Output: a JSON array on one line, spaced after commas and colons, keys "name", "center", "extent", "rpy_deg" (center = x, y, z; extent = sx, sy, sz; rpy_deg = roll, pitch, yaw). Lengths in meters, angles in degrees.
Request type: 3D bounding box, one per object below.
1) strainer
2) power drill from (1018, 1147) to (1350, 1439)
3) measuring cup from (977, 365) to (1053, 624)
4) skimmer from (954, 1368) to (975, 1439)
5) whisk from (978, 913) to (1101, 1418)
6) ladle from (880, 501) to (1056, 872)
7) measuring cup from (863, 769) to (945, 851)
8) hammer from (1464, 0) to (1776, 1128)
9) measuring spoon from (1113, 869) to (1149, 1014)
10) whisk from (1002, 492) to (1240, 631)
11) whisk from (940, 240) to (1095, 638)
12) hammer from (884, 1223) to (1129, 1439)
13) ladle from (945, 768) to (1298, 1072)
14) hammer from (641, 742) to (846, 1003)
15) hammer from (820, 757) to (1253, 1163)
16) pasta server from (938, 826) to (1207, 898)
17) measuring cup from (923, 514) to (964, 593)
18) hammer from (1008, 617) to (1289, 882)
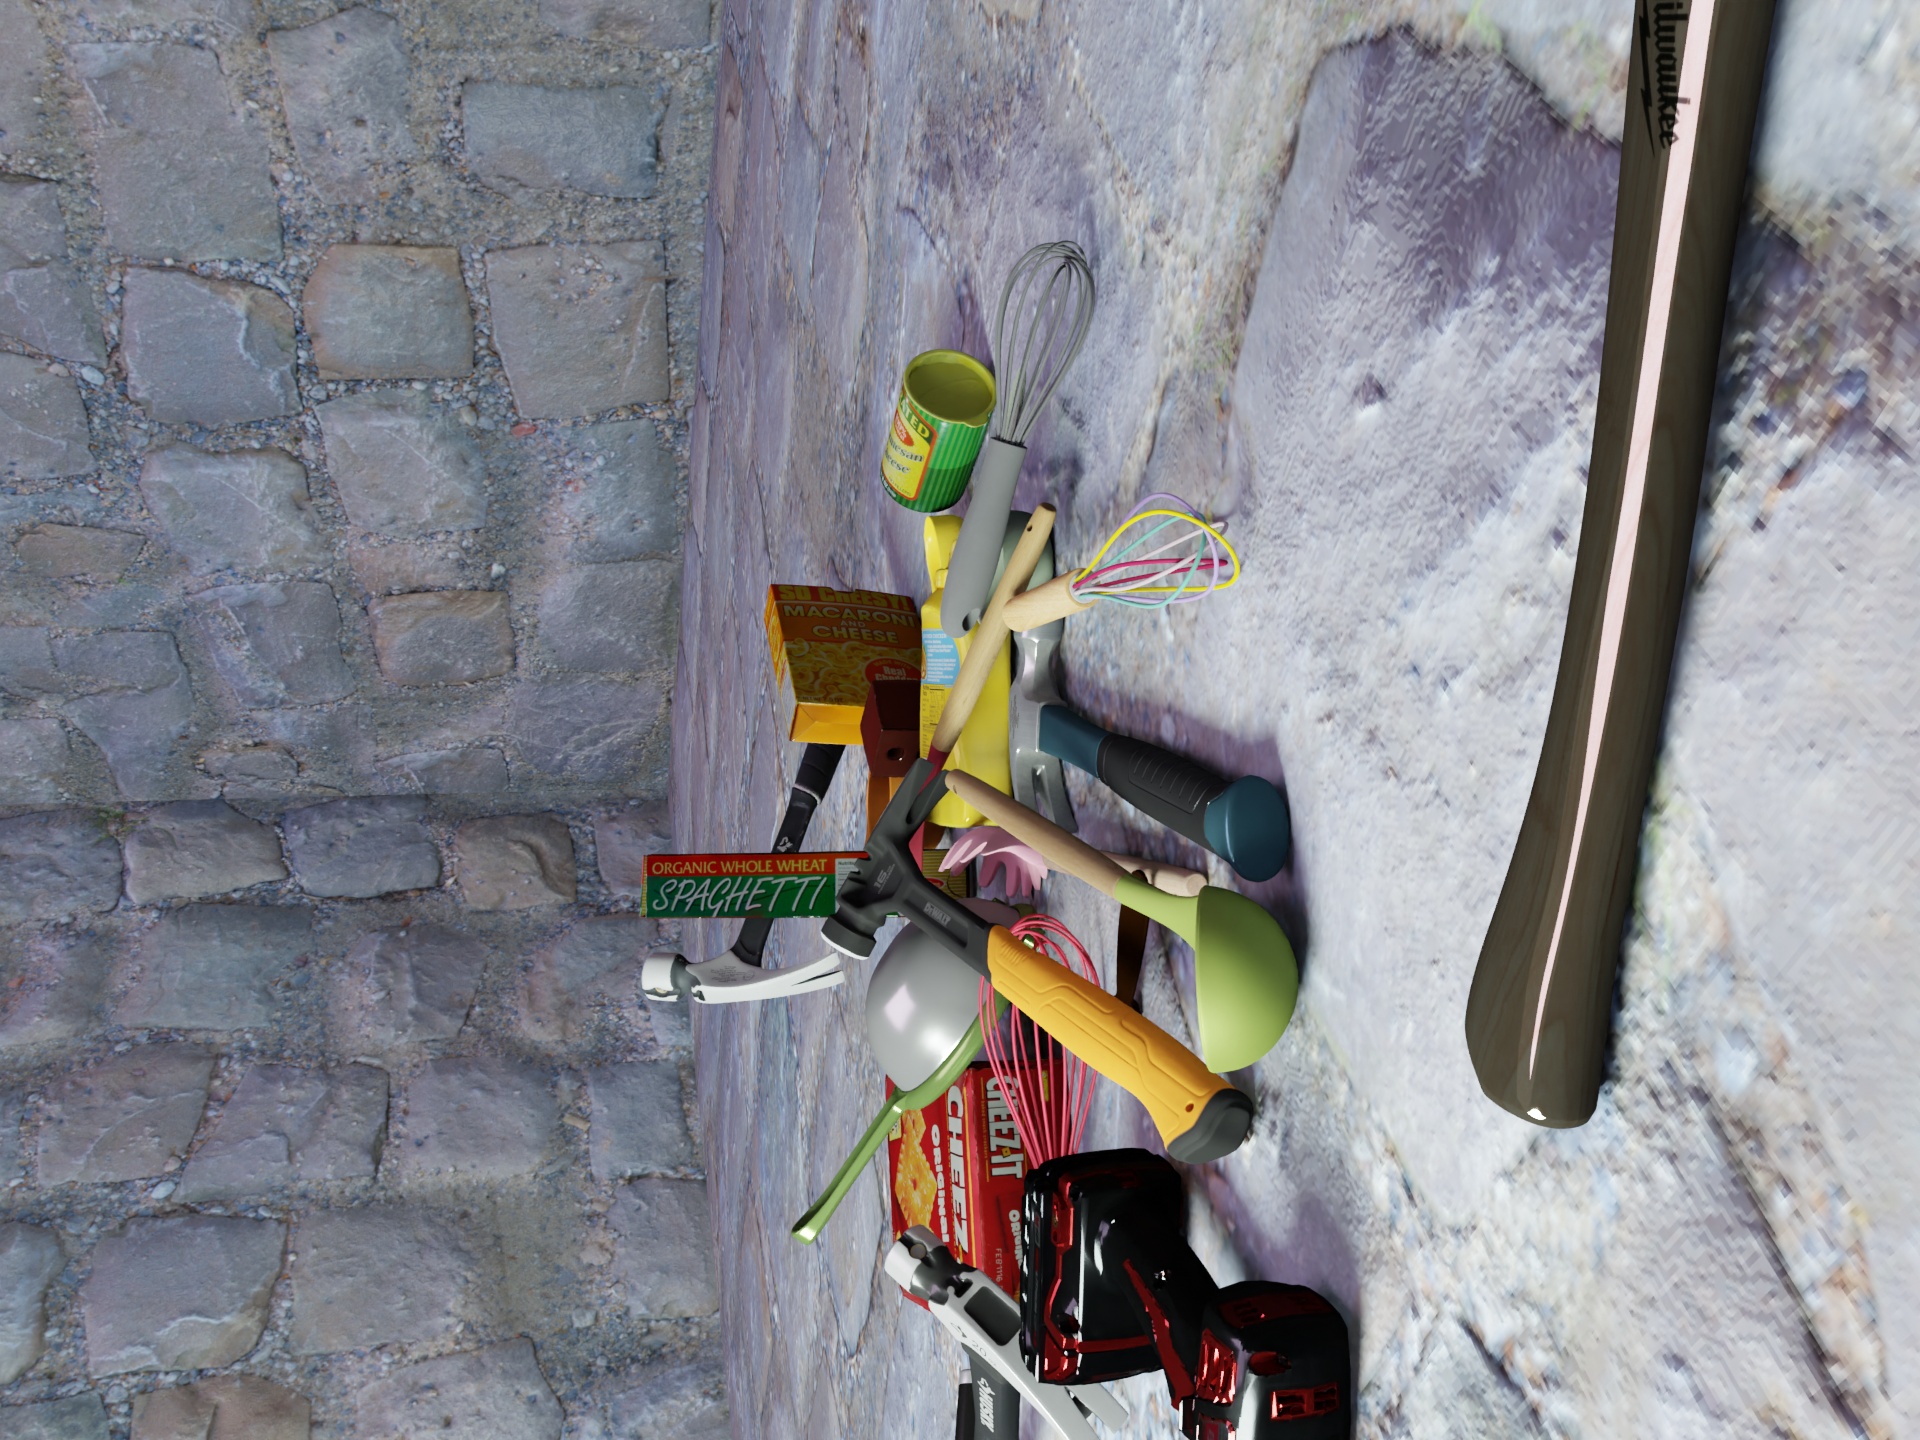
[{"name": "strainer", "center": [-0.048, 0.210, 1.011], "extent": [0.256, 0.069, 0.151], "rpy_deg": [-55, 7, -4]}, {"name": "power drill", "center": [0.100, 0.293, 0.718], "extent": [0.220, 0.078, 0.143], "rpy_deg": [-158, 68, -71]}, {"name": "measuring cup", "center": [0.040, -0.135, 0.984], "extent": [0.083, 0.038, 0.167], "rpy_deg": [-118, 33, -60]}, {"name": "skimmer", "center": [0.035, 0.625, 1.050], "extent": [0.127, 0.090, 0.364], "rpy_deg": [105, 168, -57]}, {"name": "whisk", "center": [0.053, 0.257, 0.914], "extent": [0.073, 0.073, 0.296], "rpy_deg": [-177, 82, -75]}, {"name": "ladle", "center": [-0.002, -0.003, 0.998], "extent": [0.315, 0.031, 0.069], "rpy_deg": [-66, 34, 34]}, {"name": "measuring cup", "center": [-0.048, 0.093, 1.279], "extent": [0.095, 0.052, 0.173], "rpy_deg": [-103, 20, -44]}, {"name": "hammer", "center": [0.192, -0.077, 0.430], "extent": [0.146, 0.038, 0.410], "rpy_deg": [-139, 49, -68]}, {"name": "measuring spoon", "center": [0.091, 0.118, 0.822], "extent": [0.021, 0.011, 0.116], "rpy_deg": [46, 148, 40]}, {"name": "whisk", "center": [0.074, -0.068, 0.818], "extent": [0.245, 0.047, 0.051], "rpy_deg": [166, 113, -70]}, {"name": "whisk", "center": [0.027, -0.160, 0.925], "extent": [0.055, 0.055, 0.239], "rpy_deg": [-127, 50, -65]}, {"name": "hammer", "center": [0.026, 0.427, 0.944], "extent": [0.146, 0.035, 0.334], "rpy_deg": [33, 145, 29]}, {"name": "ladle", "center": [0.057, 0.077, 0.782], "extent": [0.320, 0.062, 0.078], "rpy_deg": [29, 133, 59]}, {"name": "hammer", "center": [-0.128, 0.074, 1.320], "extent": [0.409, 0.149, 0.036], "rpy_deg": [-74, -21, -49]}, {"name": "hammer", "center": [0.037, 0.128, 0.846], "extent": [0.337, 0.034, 0.127], "rpy_deg": [29, 90, 54]}, {"name": "pasta server", "center": [0.061, 0.088, 0.912], "extent": [0.040, 0.060, 0.316], "rpy_deg": [-70, 17, -7]}, {"name": "measuring cup", "center": [-0.004, -0.082, 1.187], "extent": [0.062, 0.029, 0.156], "rpy_deg": [-112, 14, -54]}, {"name": "hammer", "center": [0.084, 0.022, 0.831], "extent": [0.331, 0.033, 0.128], "rpy_deg": [-148, 60, -72]}]
